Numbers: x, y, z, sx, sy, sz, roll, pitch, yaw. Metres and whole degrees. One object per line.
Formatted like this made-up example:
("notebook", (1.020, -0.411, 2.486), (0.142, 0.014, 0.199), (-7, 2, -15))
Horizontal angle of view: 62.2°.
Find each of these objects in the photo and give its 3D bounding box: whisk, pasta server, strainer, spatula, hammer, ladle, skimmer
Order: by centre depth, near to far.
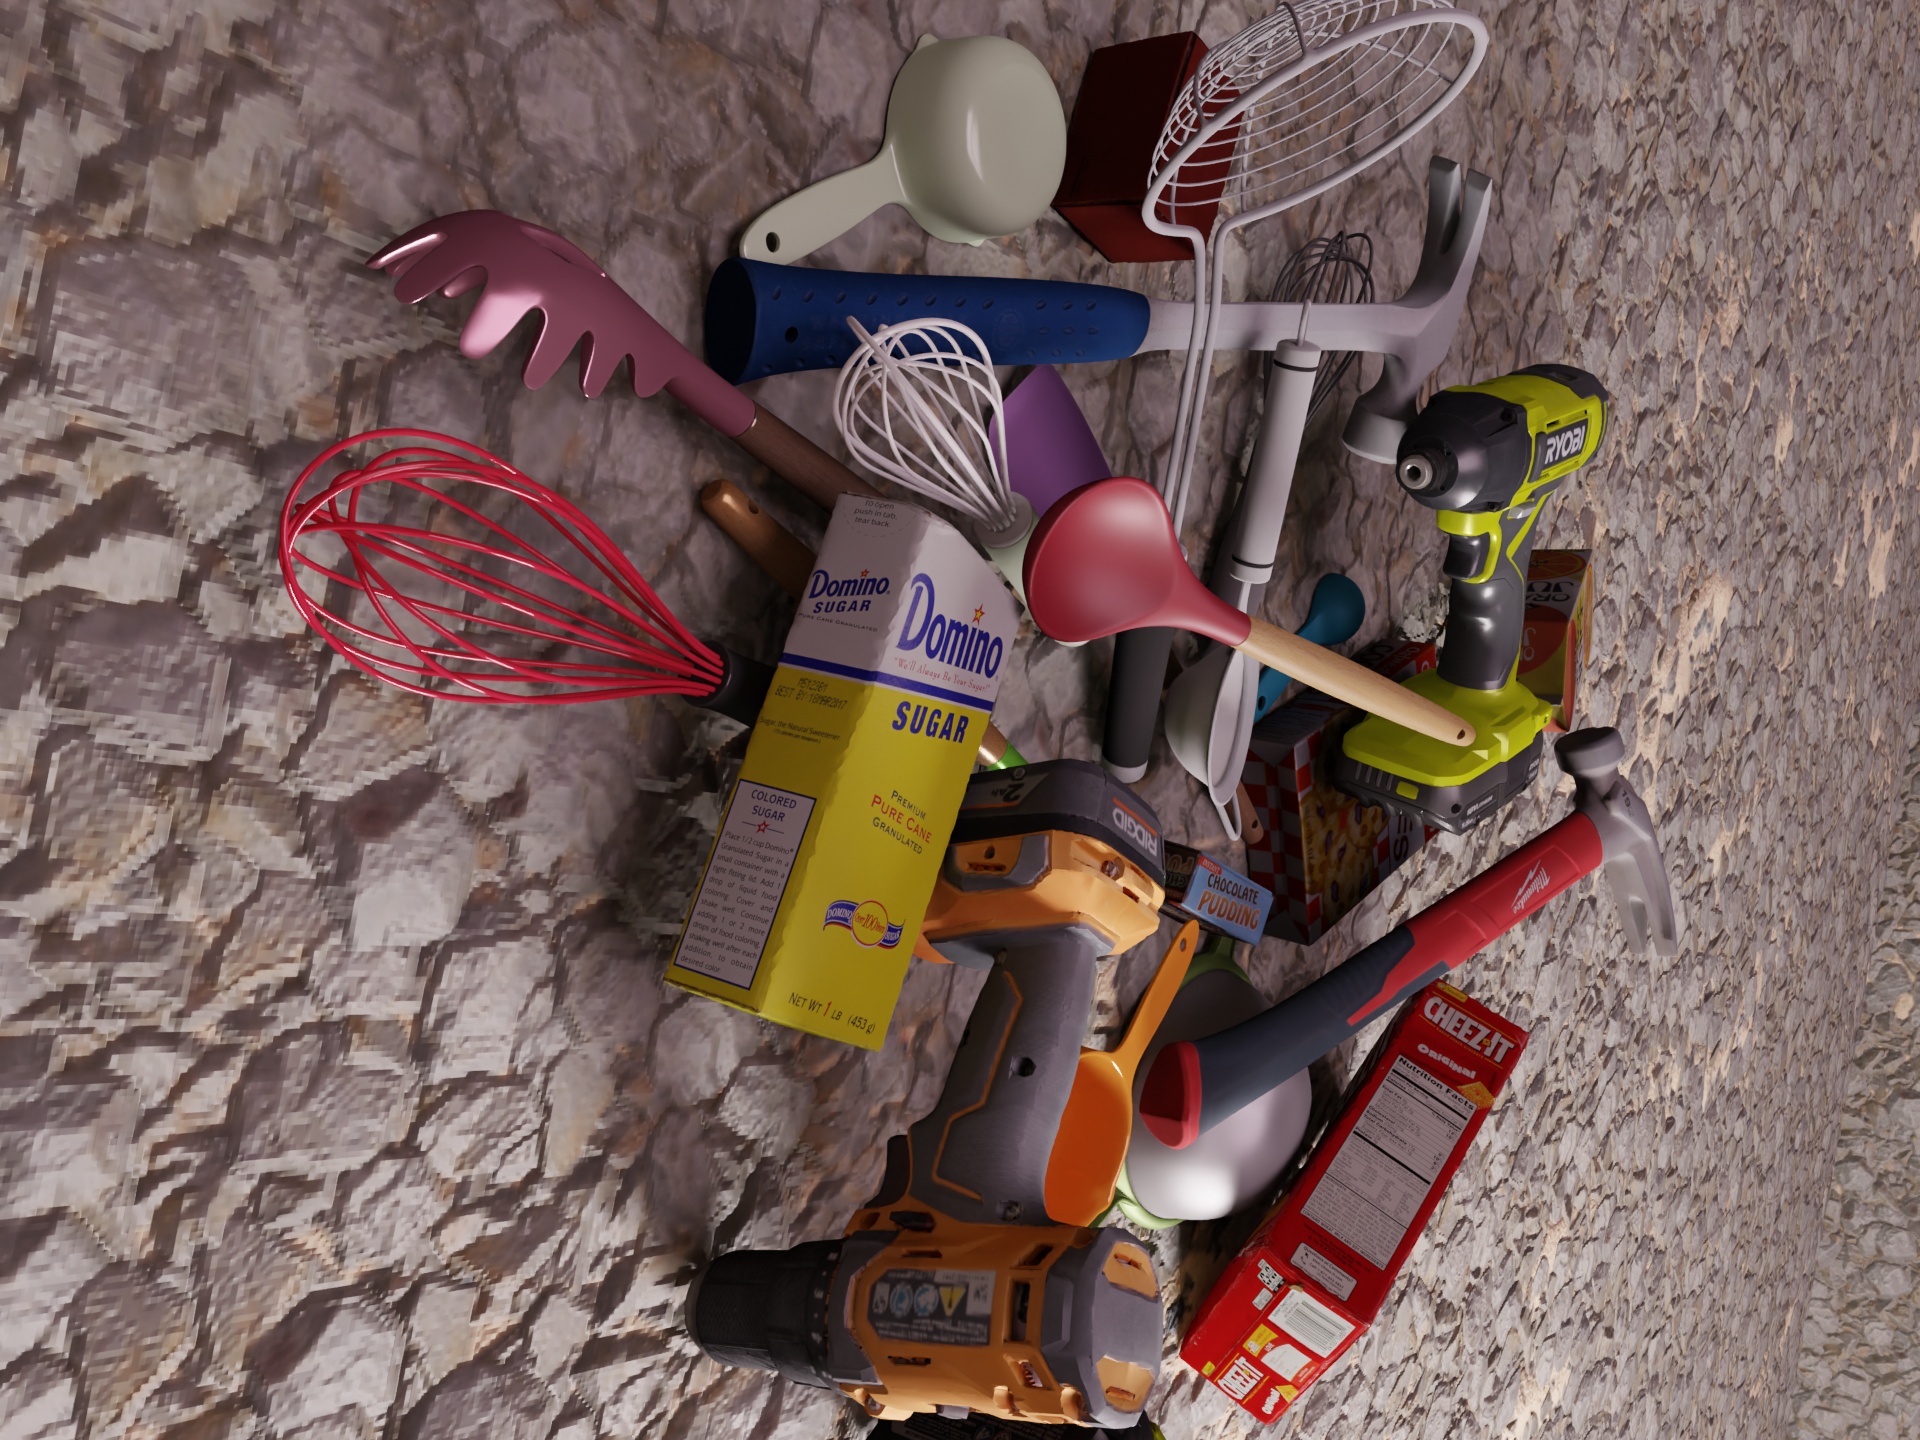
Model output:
("whisk", (-0.097, -0.020, 0.525), (0.295, 0.073, 0.073), (25, 78, -56))
("pasta server", (-0.066, -0.088, 0.554), (0.040, 0.060, 0.316), (-50, 146, 7))
("whisk", (0.013, -0.082, 0.613), (0.058, 0.059, 0.246), (-39, 153, 3))
("skimmer", (0.110, -0.105, 0.637), (0.127, 0.090, 0.363), (-20, 134, -31))
("hammer", (0.080, -0.169, 0.657), (0.405, 0.035, 0.144), (-11, 128, -38))
("ladle", (0.136, -0.032, 0.682), (0.315, 0.031, 0.069), (19, 106, -40))
("strainer", (0.130, -0.064, 0.730), (0.087, 0.050, 0.258), (-42, 144, -58))
("spatula", (0.089, -0.036, 0.767), (0.060, 0.018, 0.315), (-50, 132, -17))
("strainer", (0.111, 0.227, 0.807), (0.256, 0.069, 0.151), (-37, 124, -41))
("whisk", (0.164, -0.139, 0.814), (0.055, 0.055, 0.239), (20, 86, -50))
("hammer", (0.251, 0.136, 0.848), (0.386, 0.038, 0.143), (-24, 99, -31))

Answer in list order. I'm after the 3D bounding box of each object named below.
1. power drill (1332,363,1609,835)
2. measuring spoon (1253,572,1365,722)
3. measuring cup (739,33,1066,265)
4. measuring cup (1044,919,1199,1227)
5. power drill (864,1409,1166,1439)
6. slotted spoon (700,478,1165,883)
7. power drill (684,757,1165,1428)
("power drill", (0.261, -0.063, 0.825), (0.171, 0.080, 0.223), (-23, 125, -44))
("measuring spoon", (0.196, -0.038, 0.889), (0.129, 0.021, 0.042), (-46, 130, -35))
("measuring cup", (-0.016, -0.203, 0.591), (0.167, 0.038, 0.083), (-43, 128, -39))
("measuring cup", (0.054, 0.156, 0.741), (0.174, 0.052, 0.095), (-54, 134, -30))
("power drill", (0.052, 0.380, 0.706), (0.080, 0.190, 0.228), (-43, 114, -35))
("slotted spoon", (-0.001, -0.002, 0.659), (0.313, 0.031, 0.070), (42, 34, -42))
("power drill", (-0.012, 0.139, 0.596), (0.084, 0.185, 0.226), (38, 50, -47))
